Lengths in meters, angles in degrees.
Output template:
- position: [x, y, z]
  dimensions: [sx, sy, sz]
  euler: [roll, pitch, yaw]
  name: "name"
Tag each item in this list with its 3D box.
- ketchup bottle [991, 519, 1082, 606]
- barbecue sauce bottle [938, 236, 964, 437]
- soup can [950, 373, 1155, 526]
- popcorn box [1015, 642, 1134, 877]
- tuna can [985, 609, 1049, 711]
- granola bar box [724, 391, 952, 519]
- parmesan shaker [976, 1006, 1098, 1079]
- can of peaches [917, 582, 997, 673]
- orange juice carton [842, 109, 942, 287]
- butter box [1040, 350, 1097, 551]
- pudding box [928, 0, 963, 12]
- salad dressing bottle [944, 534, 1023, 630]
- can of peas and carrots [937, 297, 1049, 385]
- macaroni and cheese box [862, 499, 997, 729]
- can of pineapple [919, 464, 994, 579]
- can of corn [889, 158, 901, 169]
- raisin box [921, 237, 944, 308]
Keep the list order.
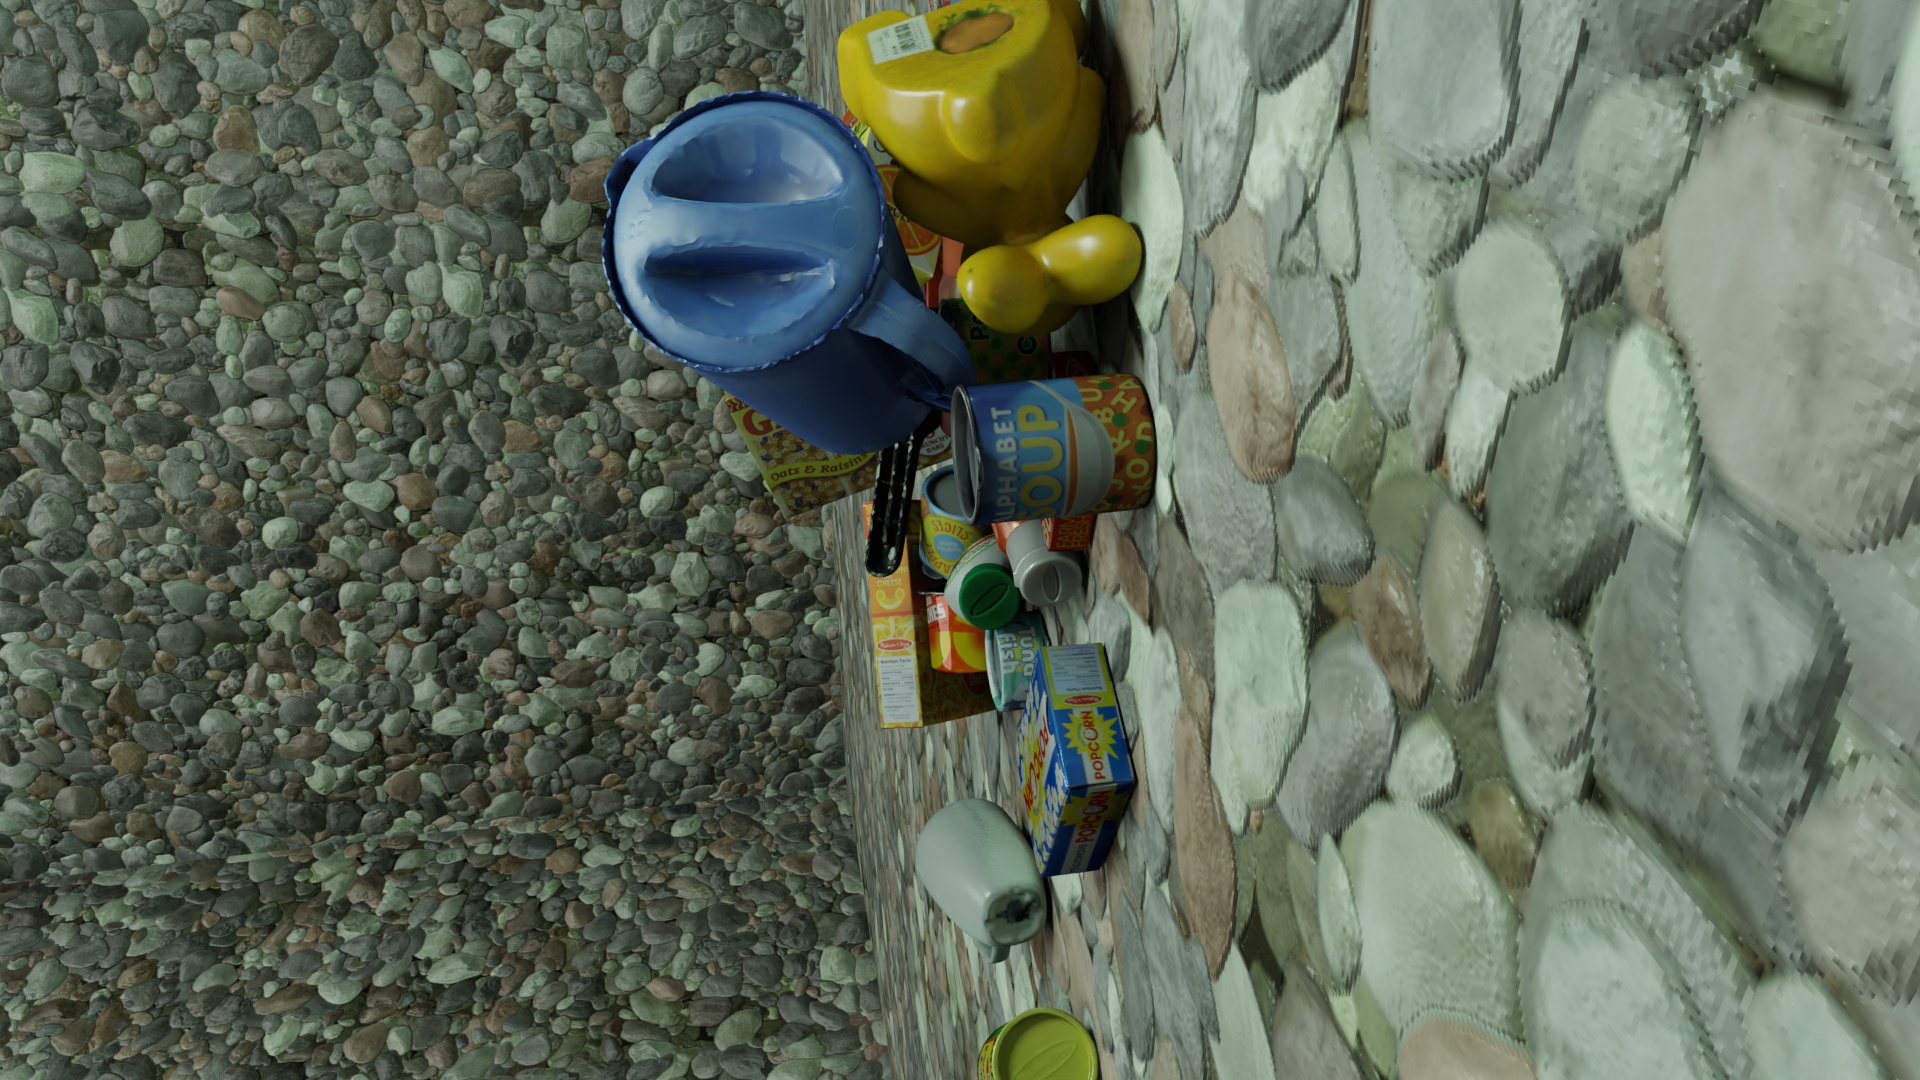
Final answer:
- position: [0.037, -0.021, 0.831]
  dimensions: [0.149, 0.043, 0.064]
  euler: [-106, 5, -50]
  name: "ketchup bottle"
- position: [0.007, -0.148, 0.958]
  dimensions: [0.065, 0.044, 0.148]
  euler: [-78, -12, -68]
  name: "barbecue sauce bottle"
- position: [0.042, -0.042, 0.648]
  dimensions: [0.071, 0.084, 0.071]
  euler: [177, 88, -81]
  name: "soup can"
- position: [0.061, 0.125, 0.778]
  dimensions: [0.126, 0.038, 0.085]
  euler: [97, 167, -55]
  name: "popcorn box"
- position: [0.038, 0.080, 0.922]
  dimensions: [0.071, 0.033, 0.071]
  euler: [177, 88, -82]
  name: "tuna can"
- position: [-0.086, -0.100, 1.098]
  dimensions: [0.039, 0.165, 0.123]
  euler: [-105, -6, -53]
  name: "granola bar box"
- position: [0.049, 0.345, 0.902]
  dimensions: [0.102, 0.071, 0.071]
  euler: [104, 160, -66]
  name: "parmesan shaker"
- position: [0.007, 0.060, 0.989]
  dimensions: [0.071, 0.071, 0.058]
  euler: [-149, 54, -79]
  name: "can of peaches"
- position: [-0.049, -0.265, 0.994]
  dimensions: [0.071, 0.073, 0.193]
  euler: [-30, 43, 54]
  name: "orange juice carton"
- position: [0.058, -0.046, 0.743]
  dimensions: [0.103, 0.024, 0.053]
  euler: [95, 167, -48]
  name: "butter box"
- position: [-0.007, -0.393, 0.950]
  dimensions: [0.049, 0.030, 0.084]
  euler: [137, 128, -80]
  name: "pudding box"
- position: [0.019, 0.027, 0.874]
  dimensions: [0.044, 0.064, 0.148]
  euler: [50, -176, -4]
  name: "salad dressing bottle"
- position: [0.019, -0.117, 0.843]
  dimensions: [0.071, 0.059, 0.071]
  euler: [177, 88, -81]
  name: "can of peas and carrots"
- position: [-0.018, 0.052, 1.054]
  dimensions: [0.124, 0.040, 0.166]
  euler: [0, -95, -60]
  name: "macaroni and cheese box"
- position: [0.003, -0.012, 0.980]
  dimensions: [0.071, 0.071, 0.057]
  euler: [-105, 13, -49]
  name: "can of pineapple"
- position: [-0.015, -0.282, 0.930]
  dimensions: [0.071, 0.071, 0.058]
  euler: [151, 115, -81]
  name: "can of corn"
- position: [-0.020, -0.239, 1.100]
  dimensions: [0.124, 0.040, 0.085]
  euler: [-115, 22, -64]
  name: "raisin box"
